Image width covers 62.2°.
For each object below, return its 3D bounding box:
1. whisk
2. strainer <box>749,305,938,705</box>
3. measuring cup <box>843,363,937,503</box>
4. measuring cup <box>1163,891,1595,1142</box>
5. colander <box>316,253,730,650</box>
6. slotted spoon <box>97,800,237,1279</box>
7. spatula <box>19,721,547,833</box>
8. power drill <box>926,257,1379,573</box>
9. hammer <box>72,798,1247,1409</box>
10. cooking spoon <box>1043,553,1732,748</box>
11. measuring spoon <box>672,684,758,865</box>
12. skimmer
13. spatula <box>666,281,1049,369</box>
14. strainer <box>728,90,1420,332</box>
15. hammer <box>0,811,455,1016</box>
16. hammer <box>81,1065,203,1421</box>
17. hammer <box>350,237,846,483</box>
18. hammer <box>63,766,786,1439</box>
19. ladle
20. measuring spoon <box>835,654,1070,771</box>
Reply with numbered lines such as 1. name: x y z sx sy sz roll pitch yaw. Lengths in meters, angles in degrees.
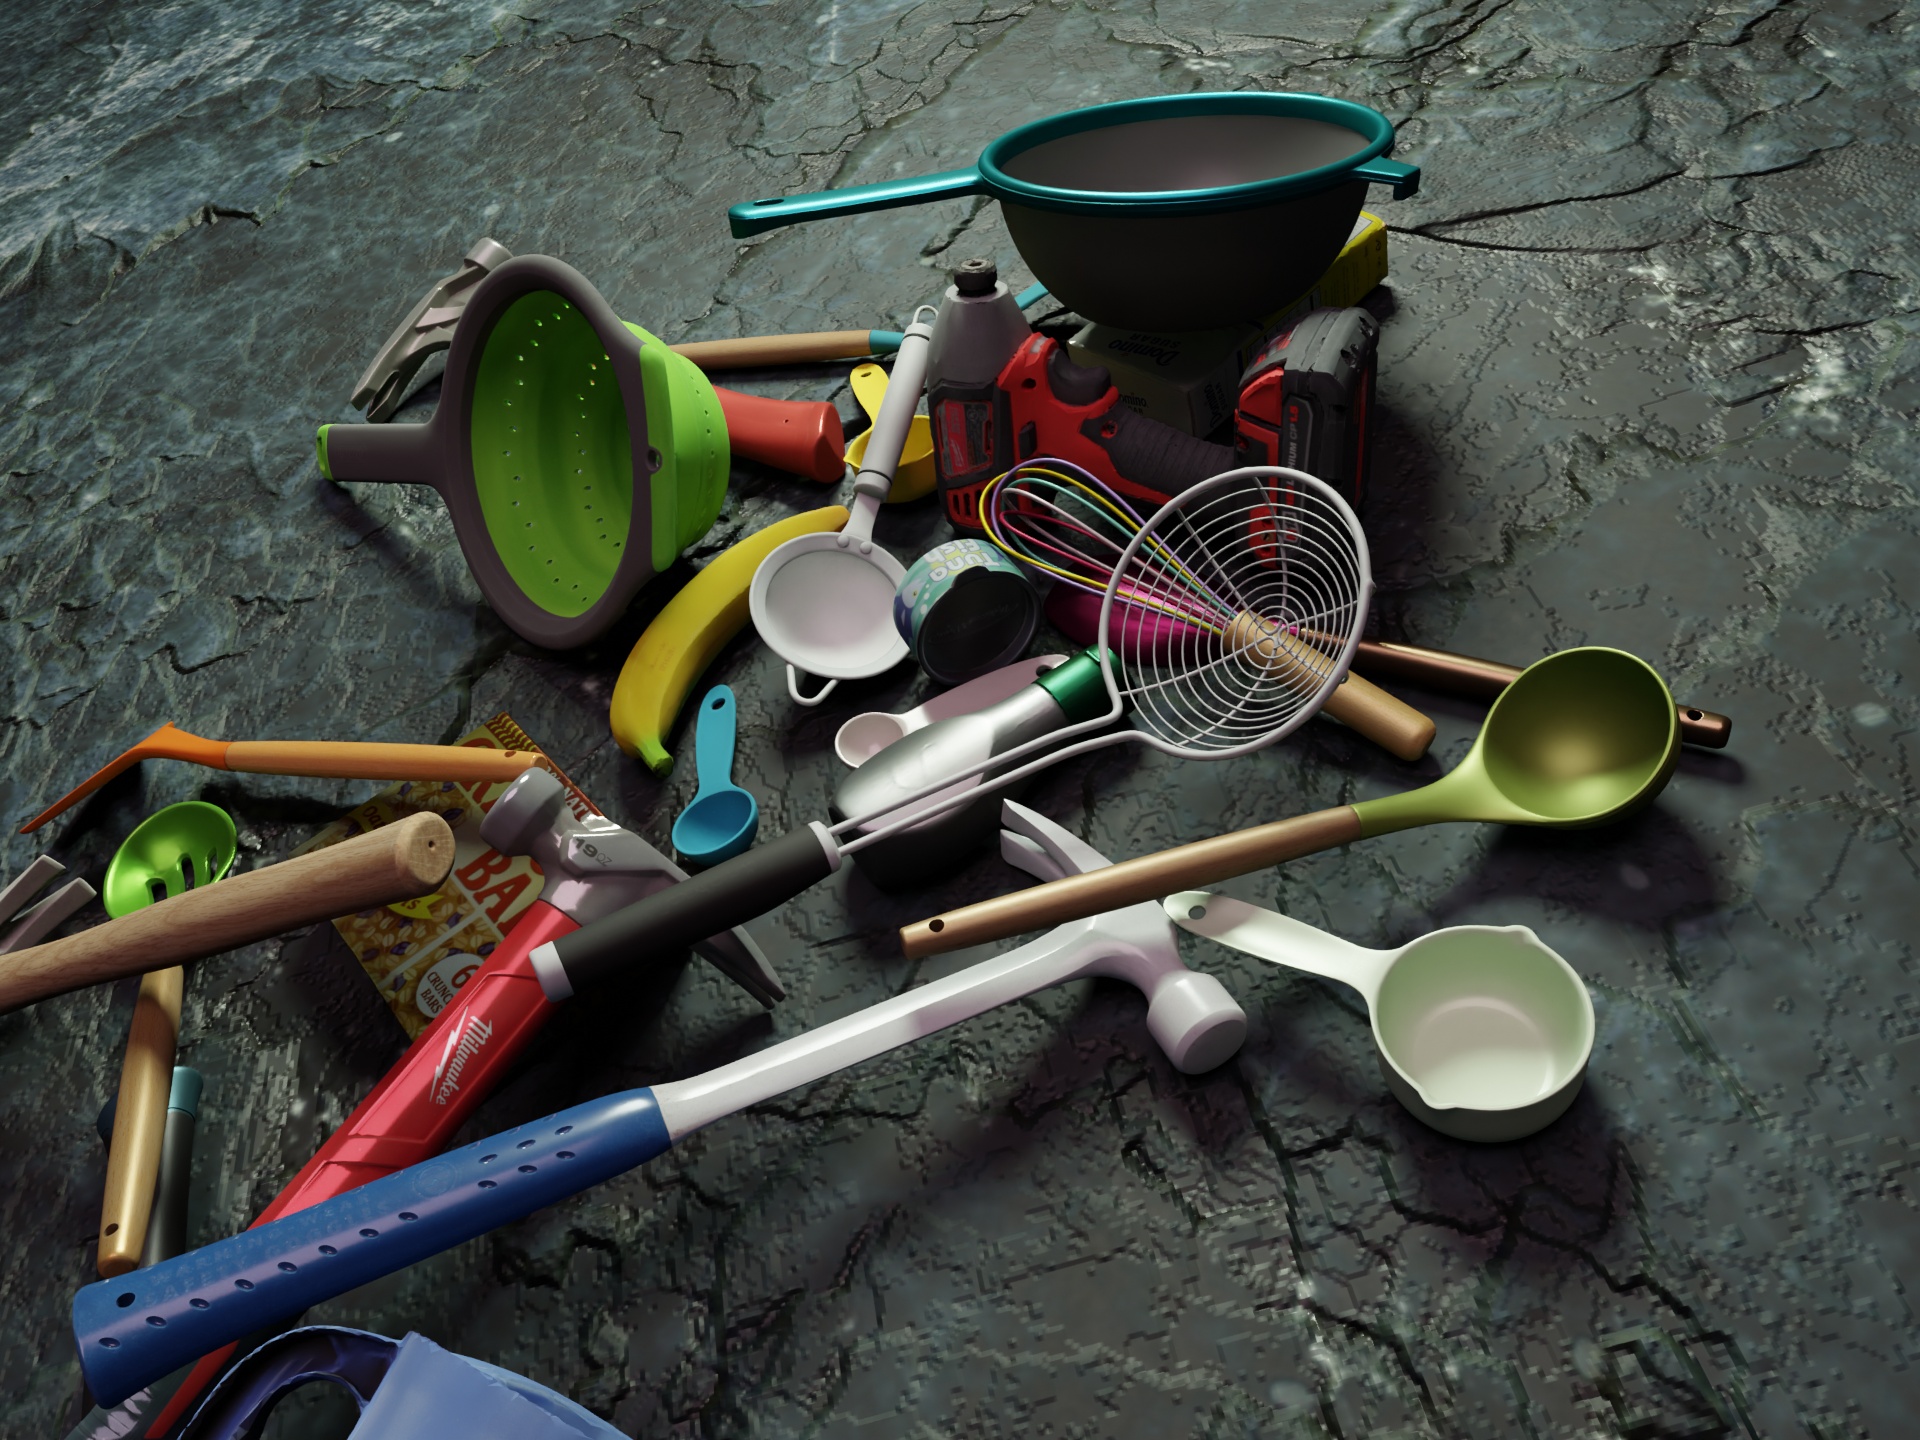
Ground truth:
1. whisk: 0.106 -0.050 0.732 0.245 0.051 0.047 35 39 23
2. strainer: -0.047 -0.113 0.826 0.087 0.050 0.259 18 66 -5
3. measuring cup: -0.042 -0.169 0.925 0.062 0.029 0.157 -19 34 -1
4. measuring cup: 0.153 0.104 0.602 0.168 0.038 0.083 18 56 33
5. colander: -0.249 -0.154 0.918 0.397 0.204 0.094 10 16 44
6. slotted spoon: -0.352 0.126 0.694 0.070 0.031 0.314 -27 33 -7
7. spatula: -0.336 0.026 0.786 0.323 0.041 0.081 1 31 23
8. power drill: 0.086 -0.152 0.782 0.220 0.143 0.079 10 39 22
9. hammer: -0.102 0.138 0.585 0.405 0.035 0.144 -18 43 -20
10. cooking spoon: 0.181 -0.033 0.730 0.319 0.017 0.069 16 56 29
11. measuring spoon: -0.115 0.027 0.770 0.042 0.021 0.129 -20 37 7
12. skimmer: -0.003 0.007 0.631 0.363 0.090 0.127 -24 50 -15
13. spatula: -0.079 -0.243 0.984 0.317 0.044 0.082 -1 30 18
14. strainer: 0.054 -0.250 0.834 0.340 0.095 0.211 -8 33 0
15. hammer: -0.345 0.092 0.678 0.331 0.031 0.130 -17 40 25
16. hammer: -0.311 0.272 0.587 0.128 0.033 0.331 -21 46 -2
17. hammer: -0.222 -0.203 0.985 0.359 0.036 0.149 23 73 29
18. hammer: -0.225 0.198 0.576 0.143 0.038 0.386 38 61 -2
19. ladle: 0.130 0.039 0.622 0.320 0.062 0.078 -14 46 -9
20. measuring spoon: -0.001 -0.002 0.763 0.124 0.018 0.034 -22 51 -14
